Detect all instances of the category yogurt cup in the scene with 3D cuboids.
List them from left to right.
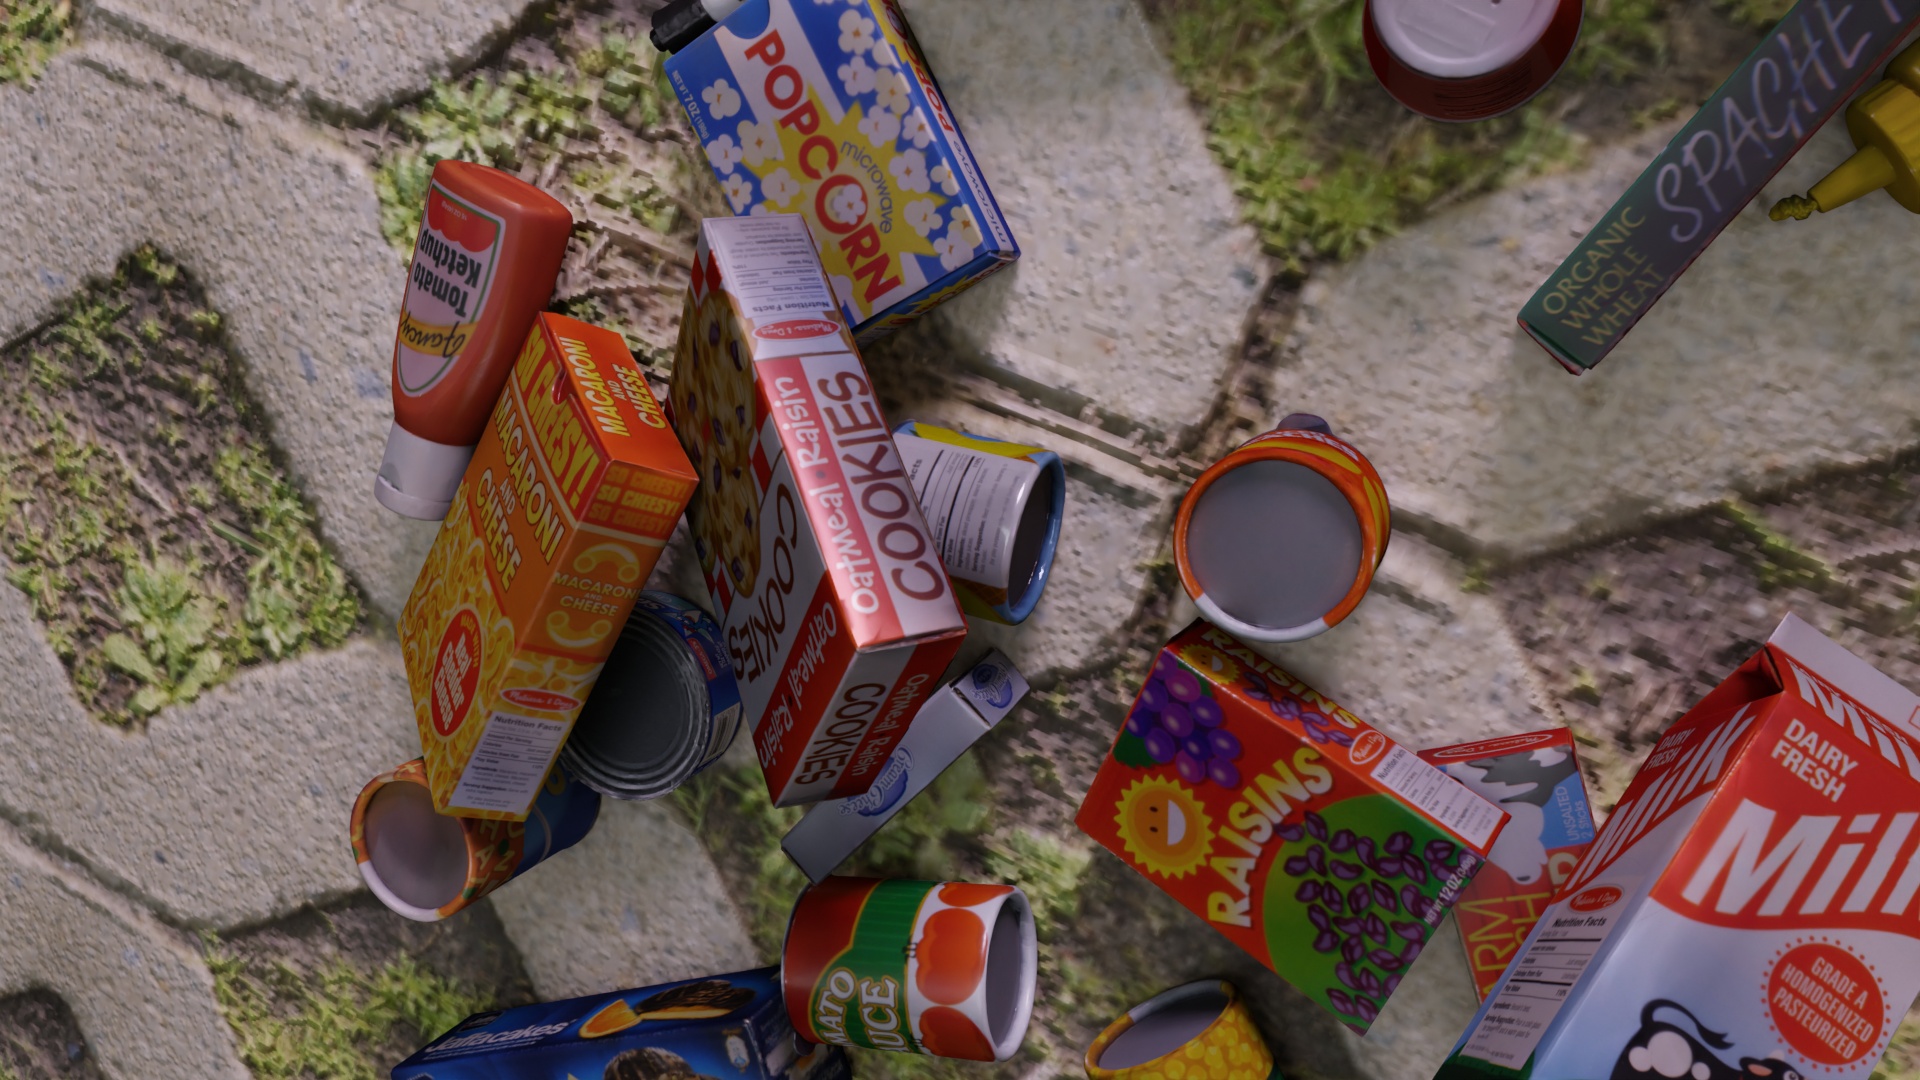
[{"bbox_3d":[0.156,-0.166,0.428,0.072,0.054,0.072,4,101,21],"label":"yogurt cup"}]

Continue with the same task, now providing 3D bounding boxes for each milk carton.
[{"bbox_3d":[0.230,0.113,0.414,0.072,0.073,0.191,37,77,11],"label":"milk carton"}]

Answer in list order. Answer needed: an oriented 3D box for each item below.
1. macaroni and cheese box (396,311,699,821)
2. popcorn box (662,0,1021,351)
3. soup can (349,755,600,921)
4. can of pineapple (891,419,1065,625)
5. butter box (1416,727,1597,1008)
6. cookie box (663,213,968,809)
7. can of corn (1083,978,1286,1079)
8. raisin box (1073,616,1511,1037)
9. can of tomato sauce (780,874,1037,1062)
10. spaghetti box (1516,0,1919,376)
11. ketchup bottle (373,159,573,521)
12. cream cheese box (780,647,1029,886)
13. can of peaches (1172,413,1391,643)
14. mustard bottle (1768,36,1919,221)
[{"bbox_3d":[-0.173,0.009,0.558,0.166,0.040,0.124,-59,40,19],"label":"macaroni and cheese box"},{"bbox_3d":[-0.044,-0.141,0.518,0.085,0.038,0.126,-26,90,24],"label":"popcorn box"},{"bbox_3d":[-0.208,0.115,0.601,0.071,0.084,0.071,4,100,21],"label":"soup can"},{"bbox_3d":[0.002,-0.006,0.511,0.058,0.071,0.070,14,104,18],"label":"can of pineapple"},{"bbox_3d":[0.196,0.119,0.479,0.053,0.024,0.103,-15,93,23],"label":"butter box"},{"bbox_3d":[-0.058,-0.008,0.481,0.168,0.040,0.122,68,152,25],"label":"cookie box"},{"bbox_3d":[0.086,0.205,0.511,0.071,0.071,0.058,-28,88,23],"label":"can of corn"},{"bbox_3d":[0.111,0.097,0.484,0.123,0.040,0.085,33,119,22],"label":"raisin box"},{"bbox_3d":[-0.019,0.168,0.546,0.083,0.071,0.071,-2,99,21],"label":"can of tomato sauce"},{"bbox_3d":[0.255,-0.151,0.394,0.029,0.050,0.249,42,111,11],"label":"spaghetti box"},{"bbox_3d":[-0.212,-0.081,0.590,0.065,0.043,0.148,32,110,26],"label":"ketchup bottle"},{"bbox_3d":[-0.021,0.087,0.541,0.024,0.053,0.103,47,112,5],"label":"cream cheese box"},{"bbox_3d":[0.110,-0.005,0.472,0.071,0.058,0.071,4,102,21],"label":"can of peaches"},{"bbox_3d":[0.304,-0.132,0.379,0.160,0.049,0.065,-33,85,23],"label":"mustard bottle"}]
